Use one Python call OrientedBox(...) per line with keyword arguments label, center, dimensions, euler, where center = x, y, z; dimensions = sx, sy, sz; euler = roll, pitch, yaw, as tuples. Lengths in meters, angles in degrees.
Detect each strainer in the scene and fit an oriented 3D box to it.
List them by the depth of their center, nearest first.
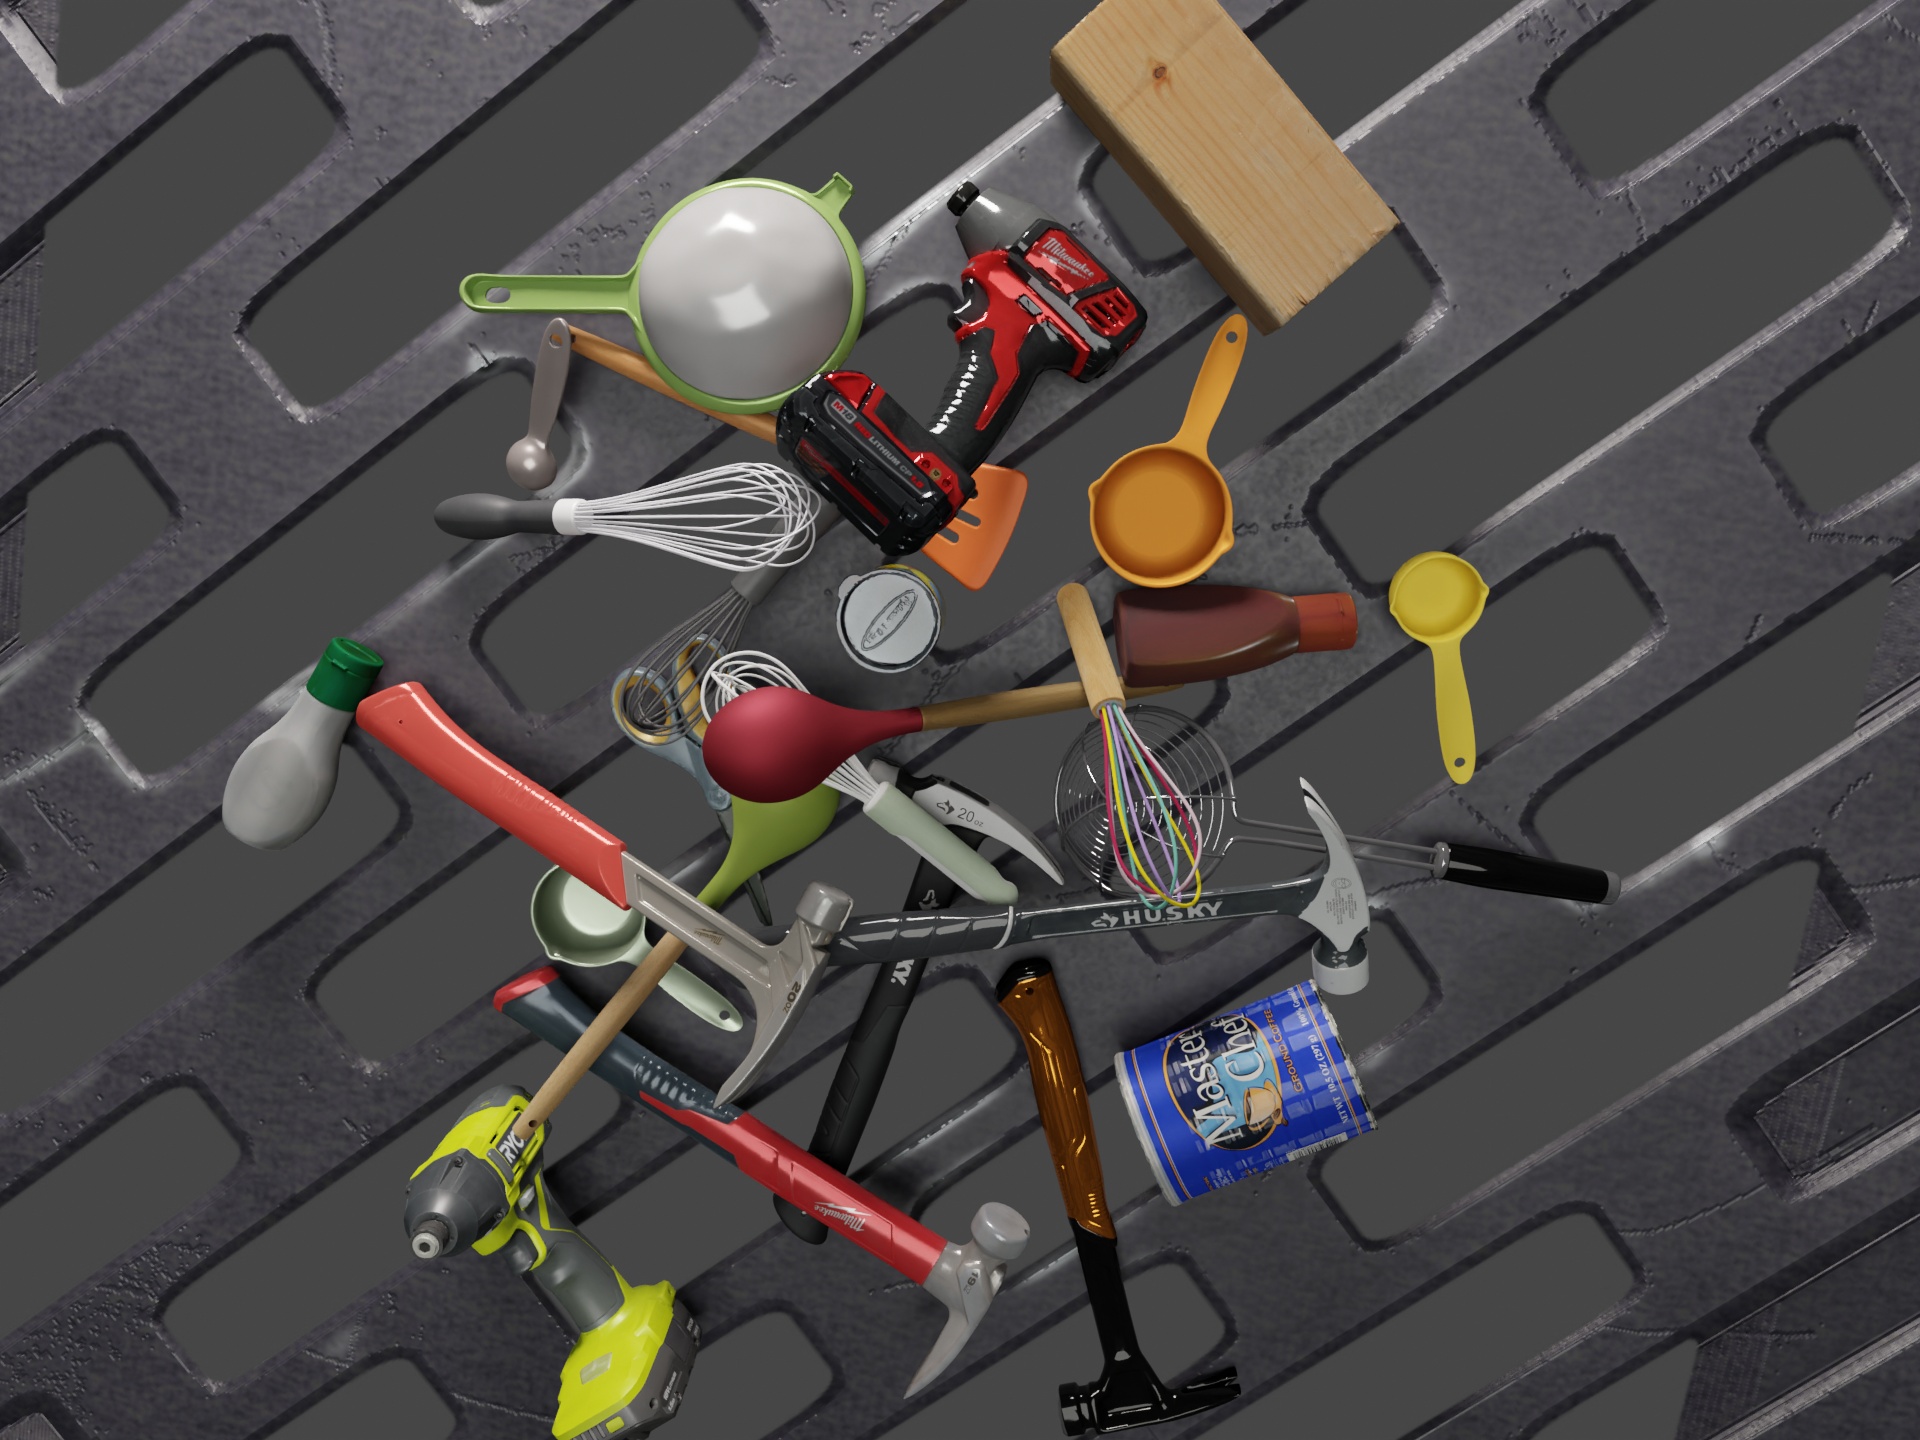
OrientedBox(label="strainer", center=(-0.188, -0.270, 0.976), dimensions=(0.256, 0.069, 0.151), euler=(1, 87, 3))

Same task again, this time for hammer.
OrientedBox(label="hammer", center=(0.045, 0.124, 0.989), dimensions=(0.409, 0.036, 0.149), euler=(-7, 121, 7))
OrientedBox(label="hammer", center=(-0.246, 0.088, 1.010), dimensions=(0.359, 0.036, 0.149), euler=(31, 92, 16))
OrientedBox(label="hammer", center=(-0.152, 0.293, 1.063), dimensions=(0.386, 0.038, 0.143), euler=(31, 104, 7))
OrientedBox(label="hammer", center=(-0.047, 0.202, 1.070), dimensions=(0.146, 0.035, 0.334), euler=(21, 99, 1))
OrientedBox(label="hammer", center=(0.092, 0.321, 1.081), dimensions=(0.127, 0.034, 0.337), euler=(-14, 98, 6))

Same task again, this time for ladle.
OrientedBox(label="ladle", center=(-0.002, -0.003, 0.982), dimensions=(0.315, 0.031, 0.069), euler=(-9, 92, -20))
OrientedBox(label="ladle", center=(-0.191, 0.142, 1.038), dimensions=(0.078, 0.062, 0.320), euler=(37, 94, -29))

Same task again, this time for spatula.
OrientedBox(label="spatula", center=(-0.114, -0.183, 1.013), dimensions=(0.322, 0.041, 0.081), euler=(24, 100, 0))

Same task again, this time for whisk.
OrientedBox(label="whisk", center=(0.097, 0.011, 0.959), dimensions=(0.047, 0.245, 0.051), euler=(-4, 141, -14))
OrientedBox(label="whisk", center=(-0.215, -0.126, 0.987), dimensions=(0.285, 0.070, 0.070), euler=(3, 100, 24))
OrientedBox(label="whisk", center=(-0.060, 0.044, 0.999), dimensions=(0.246, 0.058, 0.059), euler=(39, 83, -11))
OrientedBox(label="whisk", center=(-0.133, -0.079, 1.002), dimensions=(0.055, 0.055, 0.239), euler=(40, 100, -3))

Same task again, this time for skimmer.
OrientedBox(label="skimmer", center=(0.243, 0.075, 1.037), dimensions=(0.363, 0.090, 0.127), euler=(10, 95, -8))

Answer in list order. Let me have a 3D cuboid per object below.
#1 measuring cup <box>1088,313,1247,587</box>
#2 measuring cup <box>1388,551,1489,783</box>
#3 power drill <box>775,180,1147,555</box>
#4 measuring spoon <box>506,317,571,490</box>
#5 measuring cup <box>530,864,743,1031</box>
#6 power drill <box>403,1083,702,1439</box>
OrientedBox(label="measuring cup", center=(0.140, -0.168, 0.995), dimensions=(0.095, 0.052, 0.173), euler=(21, 98, 0))
OrientedBox(label="measuring cup", center=(0.311, -0.034, 1.023), dimensions=(0.062, 0.029, 0.156), euler=(-12, 110, 5))
OrientedBox(label="power drill", center=(-0.003, -0.218, 0.955), dimensions=(0.143, 0.078, 0.220), euler=(44, 75, -5))
OrientedBox(label="measuring spoon", center=(-0.266, -0.197, 1.005), dimensions=(0.034, 0.018, 0.124), euler=(25, 125, 2))
OrientedBox(label="measuring cup", center=(-0.212, 0.152, 1.074), dimensions=(0.167, 0.038, 0.083), euler=(40, 97, -10))
OrientedBox(label="power drill", center=(-0.272, 0.365, 1.043), dimensions=(0.080, 0.171, 0.223), euler=(-33, 99, 8))
